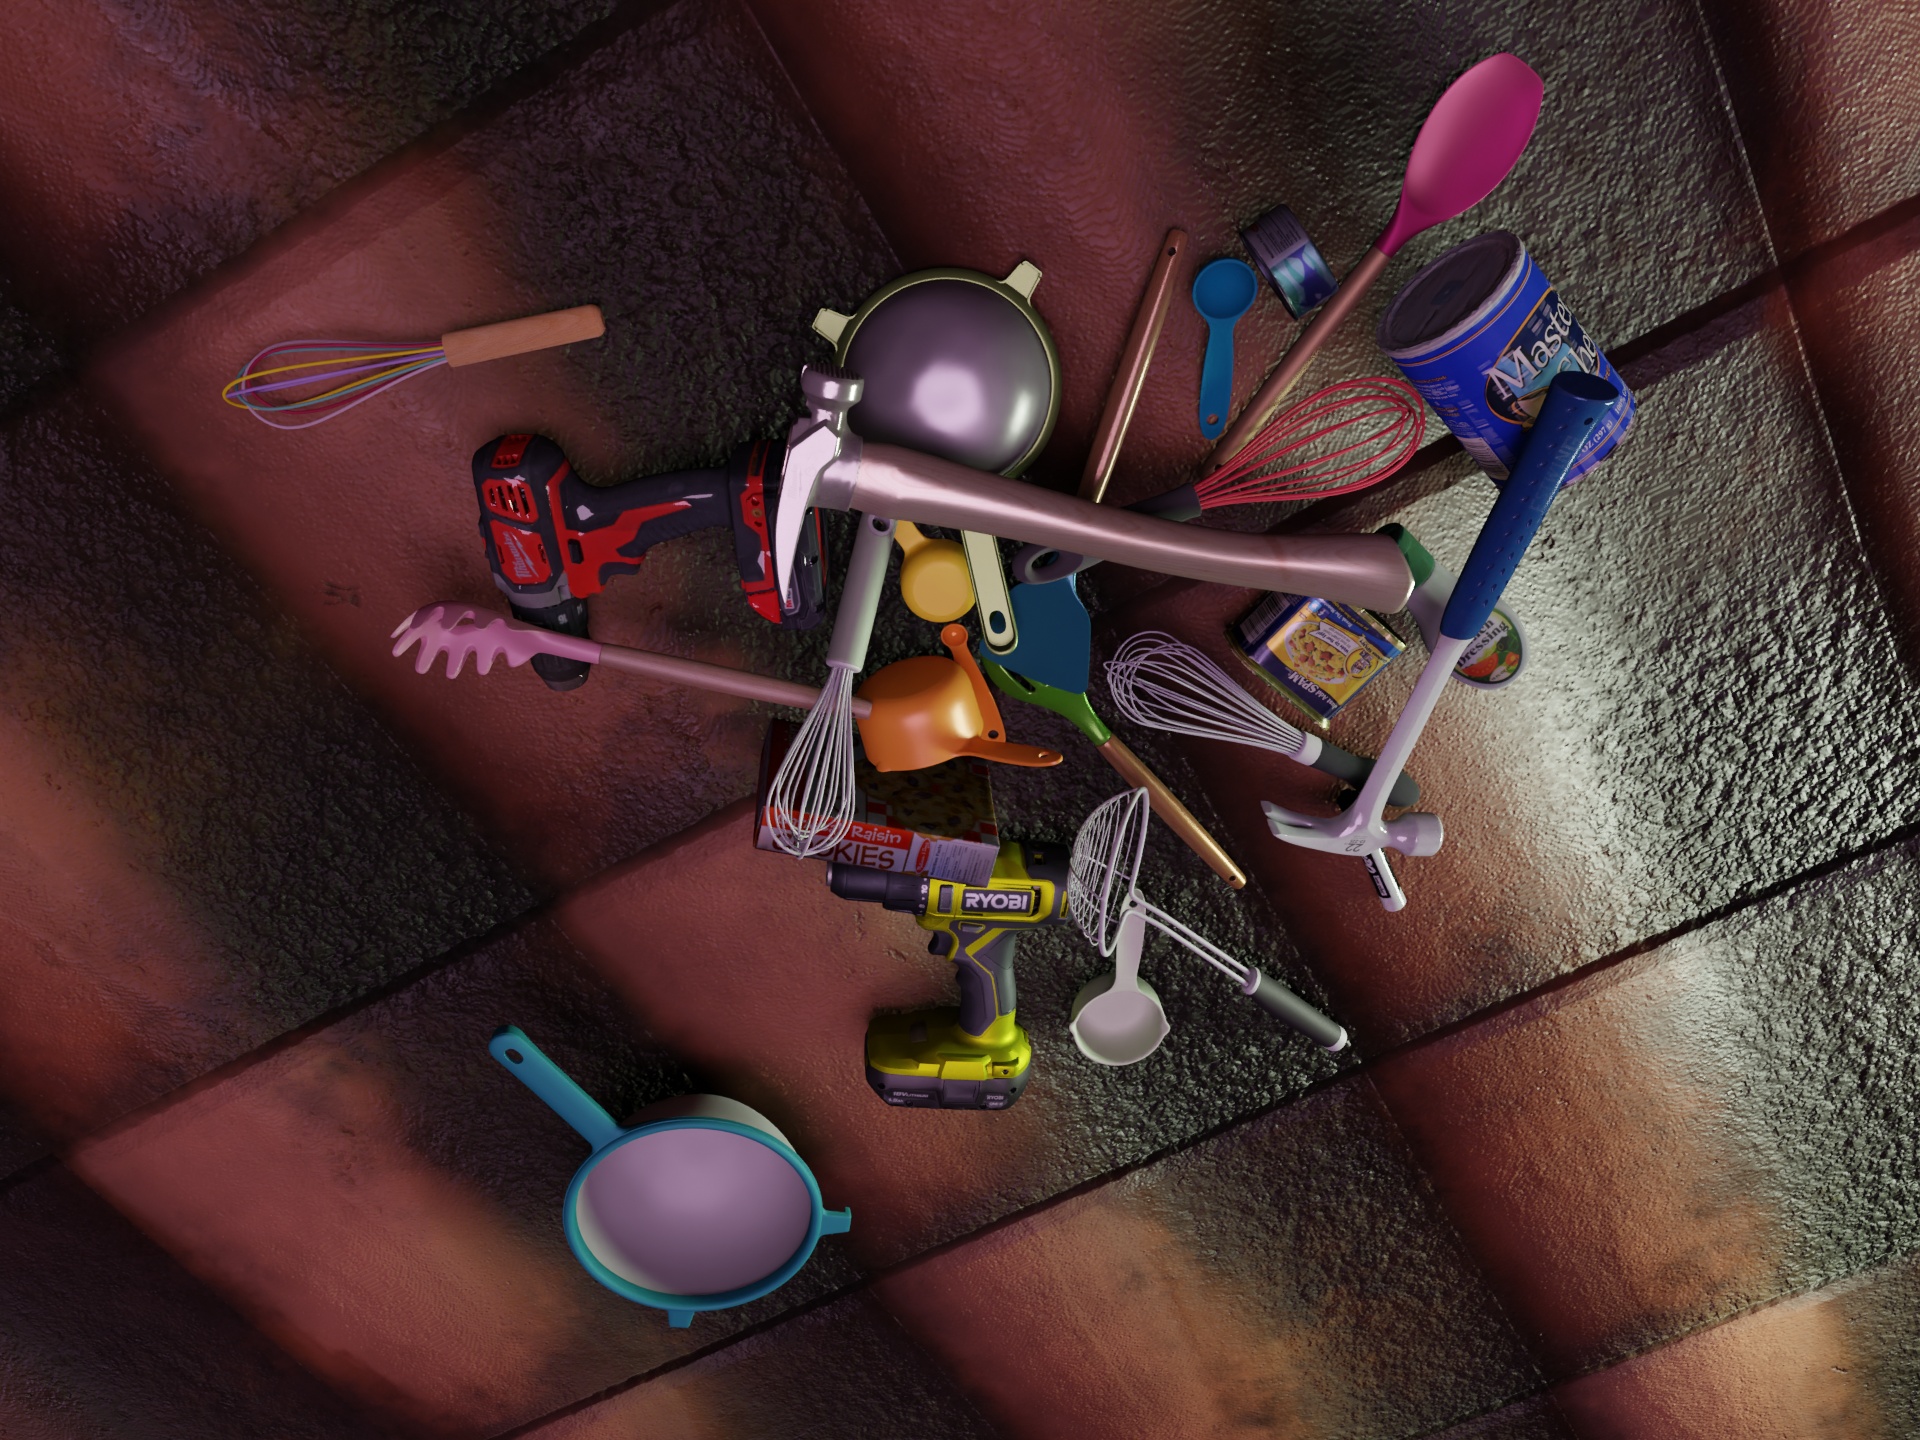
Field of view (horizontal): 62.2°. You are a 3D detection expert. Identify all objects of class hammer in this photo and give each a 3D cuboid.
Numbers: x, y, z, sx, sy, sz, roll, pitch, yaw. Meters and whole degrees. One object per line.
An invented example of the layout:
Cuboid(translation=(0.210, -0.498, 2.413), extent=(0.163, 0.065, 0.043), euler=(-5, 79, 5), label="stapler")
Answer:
Cuboid(translation=(0.088, -0.110, 1.002), extent=(0.410, 0.038, 0.146), euler=(10, 112, -12), label="hammer")
Cuboid(translation=(0.325, -0.051, 1.071), extent=(0.144, 0.035, 0.405), euler=(2, 133, -14), label="hammer")

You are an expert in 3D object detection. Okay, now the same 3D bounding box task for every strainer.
Cuboid(translation=(-0.259, 0.344, 1.315), extent=(0.211, 0.095, 0.340), euler=(-34, 114, 12), label="strainer")
Cuboid(translation=(0.002, -0.159, 1.022), extent=(0.151, 0.069, 0.256), euler=(-12, 105, 3), label="strainer")

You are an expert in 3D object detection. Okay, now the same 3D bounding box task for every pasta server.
Cuboid(translation=(-0.215, -0.033, 1.065), extent=(0.316, 0.040, 0.060), euler=(12, 148, -8), label="pasta server")

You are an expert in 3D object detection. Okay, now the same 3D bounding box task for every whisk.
Cuboid(translation=(0.229, 0.009, 1.174), extent=(0.284, 0.070, 0.070), euler=(22, 116, -20), label="whisk")
Cuboid(translation=(0.170, -0.153, 1.043), extent=(0.296, 0.073, 0.073), euler=(-23, 119, -5), label="whisk")
Cuboid(translation=(-0.079, -0.028, 1.054), extent=(0.057, 0.059, 0.246), euler=(15, 82, -14), label="whisk")
Cuboid(translation=(-0.348, -0.231, 1.015), extent=(0.245, 0.051, 0.047), euler=(-12, 141, -1), label="whisk")

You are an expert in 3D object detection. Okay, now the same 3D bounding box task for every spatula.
Cuboid(translation=(0.092, -0.169, 1.062), extent=(0.082, 0.044, 0.317), euler=(22, 107, 11), label="spatula")

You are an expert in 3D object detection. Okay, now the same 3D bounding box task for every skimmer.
Cuboid(translation=(0.209, 0.176, 1.232), extent=(0.363, 0.127, 0.090), euler=(35, 150, -30), label="skimmer")

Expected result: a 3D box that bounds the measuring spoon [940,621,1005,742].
Cuboid(translation=(0.011, -0.025, 1.168), extent=(0.021, 0.011, 0.116), euler=(-15, 123, 10), label="measuring spoon")

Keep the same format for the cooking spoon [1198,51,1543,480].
Cuboid(translation=(0.255, -0.282, 1.028), extent=(0.068, 0.017, 0.318), euler=(27, 114, -23), label="cooking spoon")

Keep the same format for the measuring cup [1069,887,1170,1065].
Cuboid(translation=(0.131, 0.201, 1.290), extent=(0.083, 0.038, 0.167), euler=(2, 114, -4), label="measuring cup")

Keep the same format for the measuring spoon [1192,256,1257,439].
Cuboid(translation=(0.169, -0.246, 1.049), extent=(0.042, 0.021, 0.128), euler=(-3, 129, -2), label="measuring spoon")

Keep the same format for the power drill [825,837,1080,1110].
Cuboid(translation=(-0.015, 0.192, 1.252), extent=(0.190, 0.080, 0.228), euler=(3, 117, -7), label="power drill")

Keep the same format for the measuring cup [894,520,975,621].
Cuboid(translation=(-0.043, -0.130, 1.091), extent=(0.062, 0.029, 0.156), euler=(-33, 116, 15), label="measuring cup")

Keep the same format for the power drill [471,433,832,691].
Cuboid(translation=(-0.204, -0.104, 1.072), extent=(0.226, 0.080, 0.187), euler=(-2, 127, 2), label="power drill")

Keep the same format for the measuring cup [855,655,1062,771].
Cuboid(translation=(-0.002, -0.004, 1.099), extent=(0.174, 0.095, 0.052), euler=(10, 127, 43), label="measuring cup")

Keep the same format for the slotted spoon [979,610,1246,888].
Cuboid(translation=(0.124, 0.029, 1.195), extent=(0.070, 0.031, 0.313), euler=(-35, 117, 19), label="slotted spoon")
